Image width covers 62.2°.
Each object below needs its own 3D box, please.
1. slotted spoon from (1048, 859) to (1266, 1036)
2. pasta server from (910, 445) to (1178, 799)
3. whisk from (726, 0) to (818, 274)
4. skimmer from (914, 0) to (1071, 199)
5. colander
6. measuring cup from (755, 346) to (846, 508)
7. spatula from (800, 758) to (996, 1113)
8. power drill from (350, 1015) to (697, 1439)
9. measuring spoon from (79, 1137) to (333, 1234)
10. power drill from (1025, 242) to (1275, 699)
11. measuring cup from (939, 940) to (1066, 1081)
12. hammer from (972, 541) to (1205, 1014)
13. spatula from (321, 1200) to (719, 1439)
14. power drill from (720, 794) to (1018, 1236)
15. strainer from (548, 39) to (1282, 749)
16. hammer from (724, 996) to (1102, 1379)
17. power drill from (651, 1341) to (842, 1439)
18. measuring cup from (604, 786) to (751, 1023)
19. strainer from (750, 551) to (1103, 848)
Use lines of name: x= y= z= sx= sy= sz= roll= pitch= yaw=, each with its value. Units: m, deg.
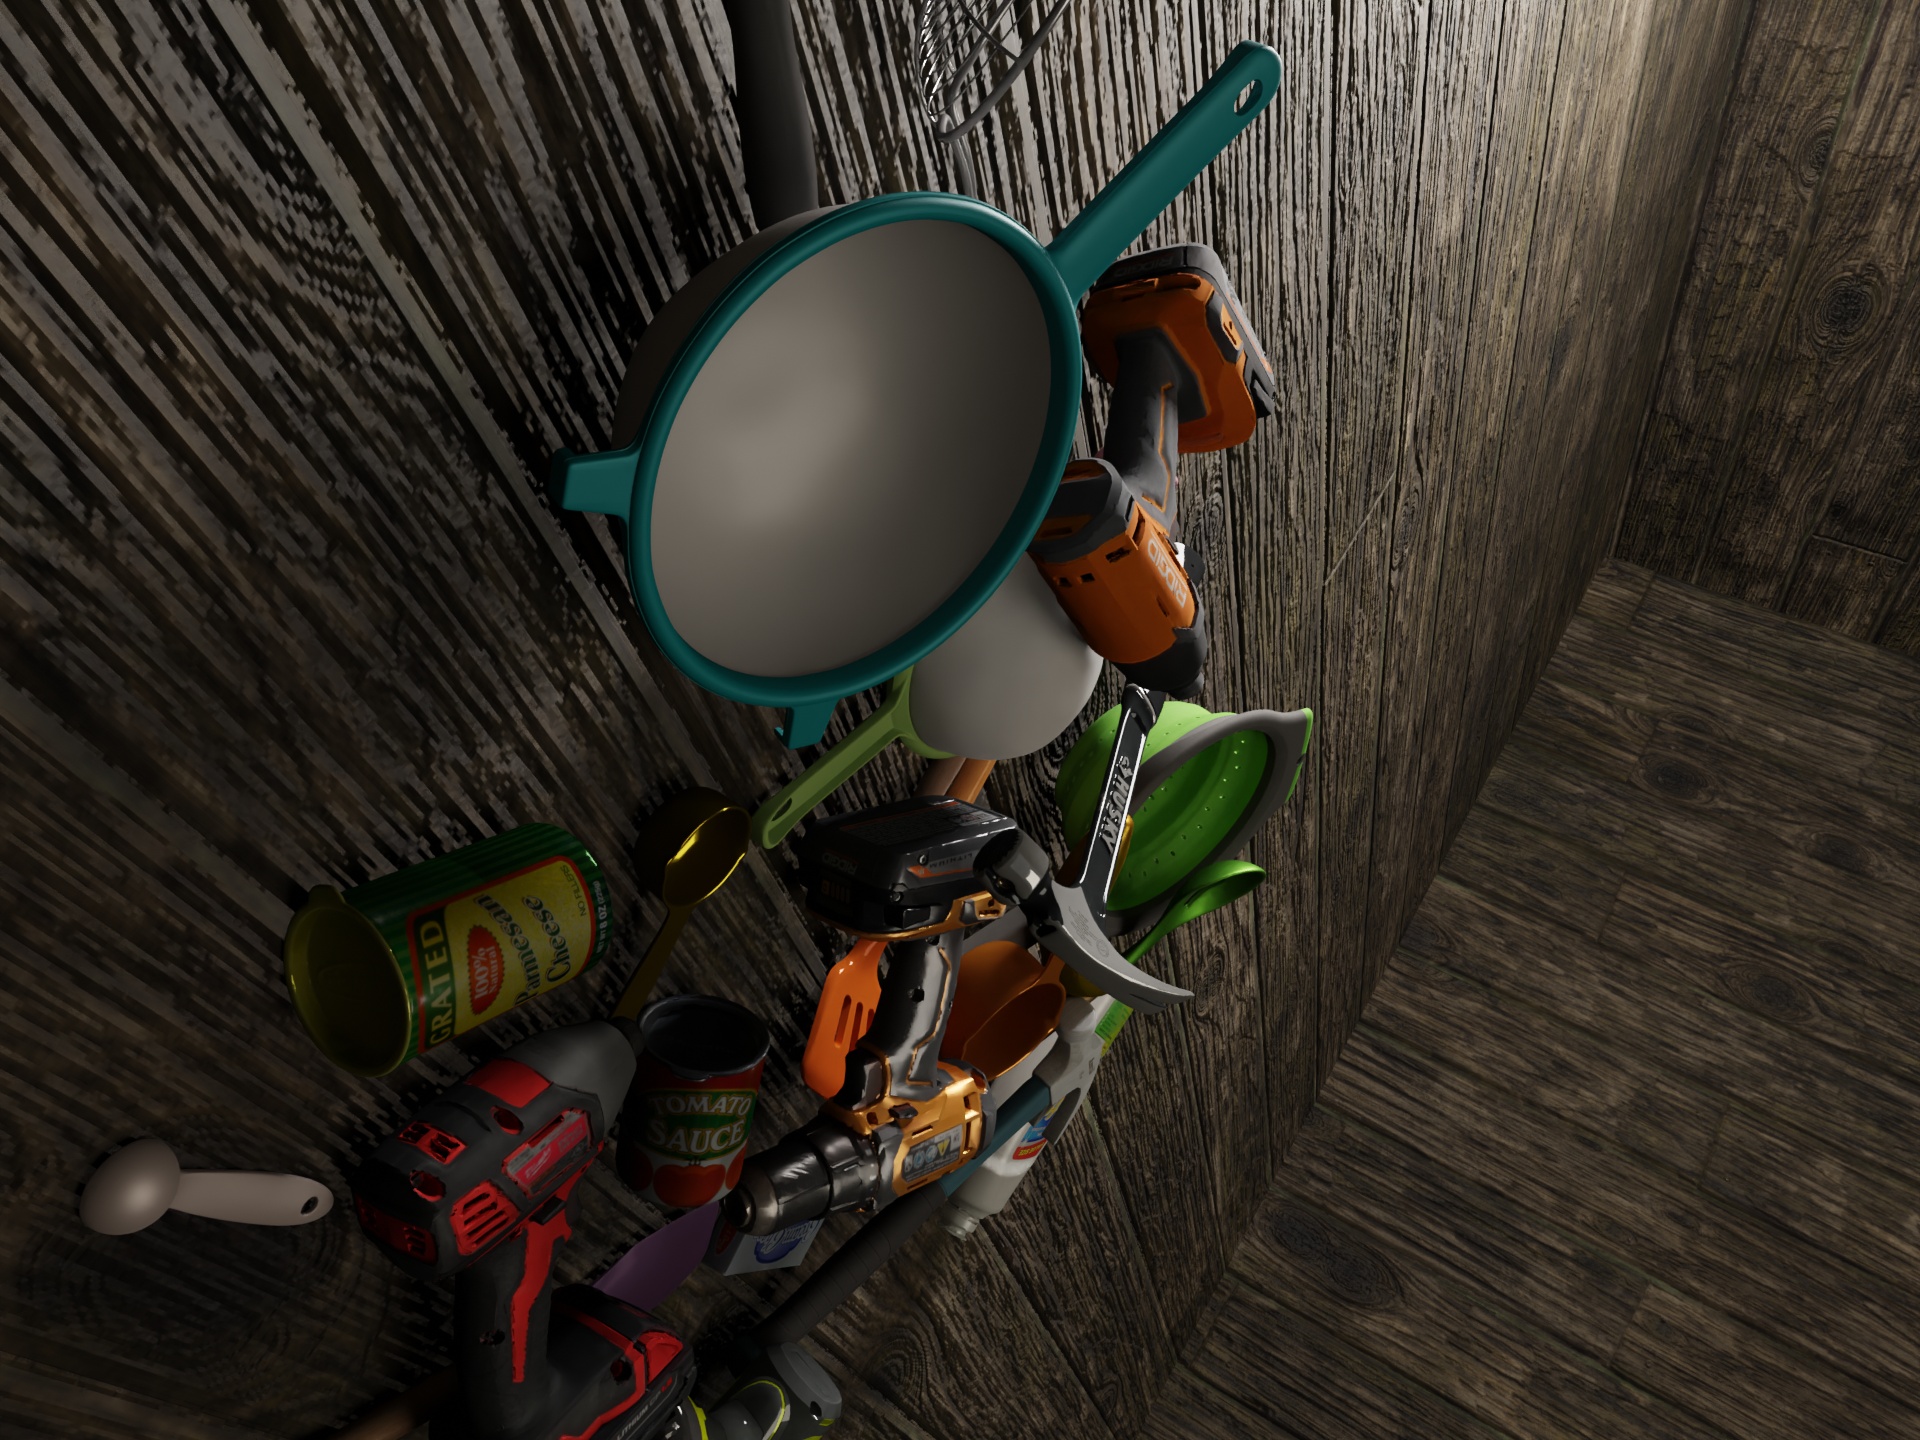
slotted spoon: x=0.088 y=0.196 z=1.148 sx=0.314 sy=0.031 sz=0.070 roll=-38 pitch=154 yaw=2
pasta server: x=0.040 y=-0.046 z=0.968 sx=0.316 sy=0.040 sz=0.060 roll=-60 pitch=142 yaw=-10
whisk: x=-0.070 y=-0.259 z=0.557 sx=0.055 sy=0.055 sz=0.238 roll=-49 pitch=154 yaw=-31
skimmer: x=0.037 y=-0.212 z=0.747 sx=0.362 sy=0.090 sz=0.127 roll=82 pitch=20 yaw=-52
colander: x=0.071 y=0.087 z=1.110 sx=0.397 sy=0.095 sz=0.204 roll=-30 pitch=145 yaw=-25
measuring cup: x=-0.064 y=-0.104 z=0.729 sx=0.083 sy=0.038 sz=0.167 roll=-51 pitch=135 yaw=-25
spatula: x=-0.011 y=0.083 z=0.978 sx=0.080 sy=0.041 sz=0.323 roll=42 pitch=72 yaw=-46
power drill: x=-0.187 y=0.243 z=0.719 sx=0.143 sy=0.078 sz=0.219 roll=-39 pitch=136 yaw=-49
measuring spoon: x=-0.268 y=0.177 z=0.585 sx=0.034 sy=0.018 sz=0.124 roll=-61 pitch=155 yaw=-10
power drill: x=0.110 y=-0.130 z=0.873 sx=0.164 sy=0.084 sz=0.227 roll=51 pitch=46 yaw=-42
measuring cup: x=0.037 y=0.148 z=0.998 sx=0.095 sy=0.052 sz=0.173 roll=3 pitch=122 yaw=-50
hammer: x=0.112 y=0.007 z=0.991 sx=0.149 sy=0.036 sz=0.409 roll=46 pitch=36 yaw=-18
spatula: x=-0.220 y=0.315 z=0.802 sx=0.316 sy=0.018 sz=0.059 roll=-7 pitch=117 yaw=-62
power drill: x=-0.050 y=0.168 z=0.881 sx=0.185 sy=0.084 sz=0.226 roll=-10 pitch=111 yaw=-47
strainer: x=-0.015 y=-0.162 z=0.636 sx=0.340 sy=0.095 sz=0.210 roll=-46 pitch=144 yaw=-7
hammer: x=-0.027 y=0.327 z=1.086 sx=0.331 sy=0.033 sz=0.128 roll=-38 pitch=148 yaw=-21
power drill: x=-0.180 y=0.445 z=0.912 sx=0.190 sy=0.080 sz=0.228 roll=-46 pitch=153 yaw=-4
measuring cup: x=-0.150 y=0.098 z=0.751 sx=0.156 sy=0.029 sz=0.062 roll=-60 pitch=157 yaw=16
strainer: x=-0.001 y=-0.003 z=0.855 sx=0.256 sy=0.069 sz=0.151 roll=-40 pitch=146 yaw=-29
